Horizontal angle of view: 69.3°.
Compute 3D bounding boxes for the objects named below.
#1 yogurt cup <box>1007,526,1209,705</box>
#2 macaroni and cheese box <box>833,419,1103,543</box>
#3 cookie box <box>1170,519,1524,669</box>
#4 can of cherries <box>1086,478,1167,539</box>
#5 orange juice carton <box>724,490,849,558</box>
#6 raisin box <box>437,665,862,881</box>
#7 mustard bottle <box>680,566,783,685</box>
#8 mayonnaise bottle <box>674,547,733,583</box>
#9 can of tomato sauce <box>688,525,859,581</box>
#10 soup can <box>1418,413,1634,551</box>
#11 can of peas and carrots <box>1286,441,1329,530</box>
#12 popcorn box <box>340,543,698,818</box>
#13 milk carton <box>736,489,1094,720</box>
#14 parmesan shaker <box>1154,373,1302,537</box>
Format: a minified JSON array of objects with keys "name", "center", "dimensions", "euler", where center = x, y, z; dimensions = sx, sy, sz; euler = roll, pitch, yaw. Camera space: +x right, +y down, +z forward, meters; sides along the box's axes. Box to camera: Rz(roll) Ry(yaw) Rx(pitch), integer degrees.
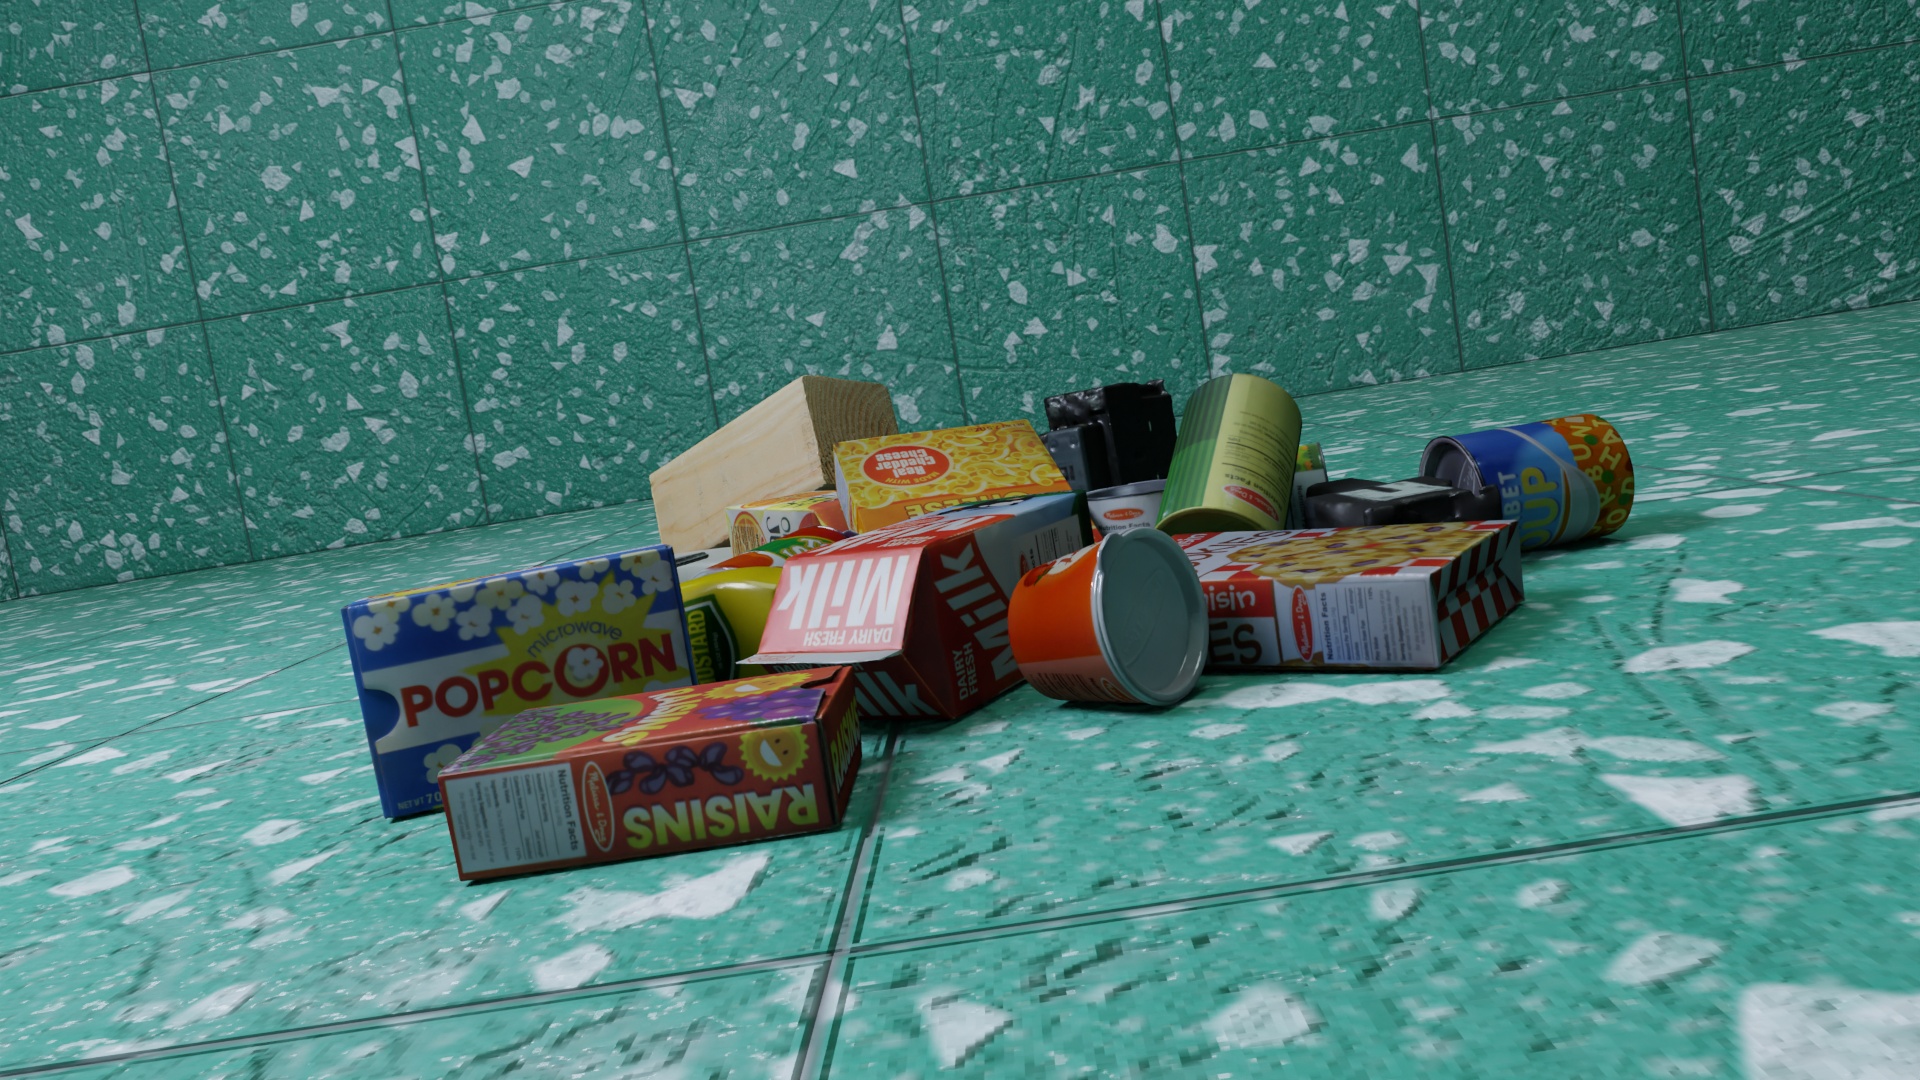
[{"name":"yogurt cup","center":[0.056,0.032,0.538],"dimensions":[0.054,0.072,0.072],"euler":[-15,1,43]},{"name":"macaroni and cheese box","center":[0.003,-0.010,0.786],"dimensions":[0.124,0.040,0.167],"euler":[-8,32,-11]},{"name":"cookie box","center":[0.140,0.023,0.600],"dimensions":[0.167,0.040,0.123],"euler":[-3,8,37]},{"name":"can of cherries","center":[0.105,-0.002,0.794],"dimensions":[0.071,0.058,0.071],"euler":[-10,6,1]},{"name":"orange juice carton","center":[-0.082,0.007,0.904],"dimensions":[0.072,0.073,0.192],"euler":[-12,7,-30]},{"name":"raisin box","center":[-0.099,0.075,0.473],"dimensions":[0.123,0.040,0.086],"euler":[-8,5,2]},{"name":"mustard bottle","center":[-0.135,0.053,0.634],"dimensions":[0.160,0.065,0.049],"euler":[-13,-1,26]},{"name":"mayonnaise bottle","center":[-0.186,0.028,1.021],"dimensions":[0.148,0.041,0.065],"euler":[-8,10,2]},{"name":"can of tomato sauce","center":[-0.088,0.033,0.687],"dimensions":[0.071,0.071,0.083],"euler":[-6,11,30]},{"name":"soup can","center":[0.292,-0.026,0.716],"dimensions":[0.084,0.071,0.071],"euler":[-10,6,-9]},{"name":"can of peas and carrots","center":[0.184,-0.021,0.809],"dimensions":[0.059,0.071,0.071],"euler":[-9,6,11]},{"name":"popcorn box","center":[-0.172,0.054,0.560],"dimensions":[0.127,0.085,0.038],"euler":[-11,5,-15]},{"name":"milk carton","center":[-0.011,0.029,0.605],"dimensions":[0.072,0.073,0.191],"euler":[-6,7,31]},{"name":"parmesan shaker","center":[0.144,-0.029,0.735],"dimensions":[0.071,0.071,0.103],"euler":[-6,44,28]}]
